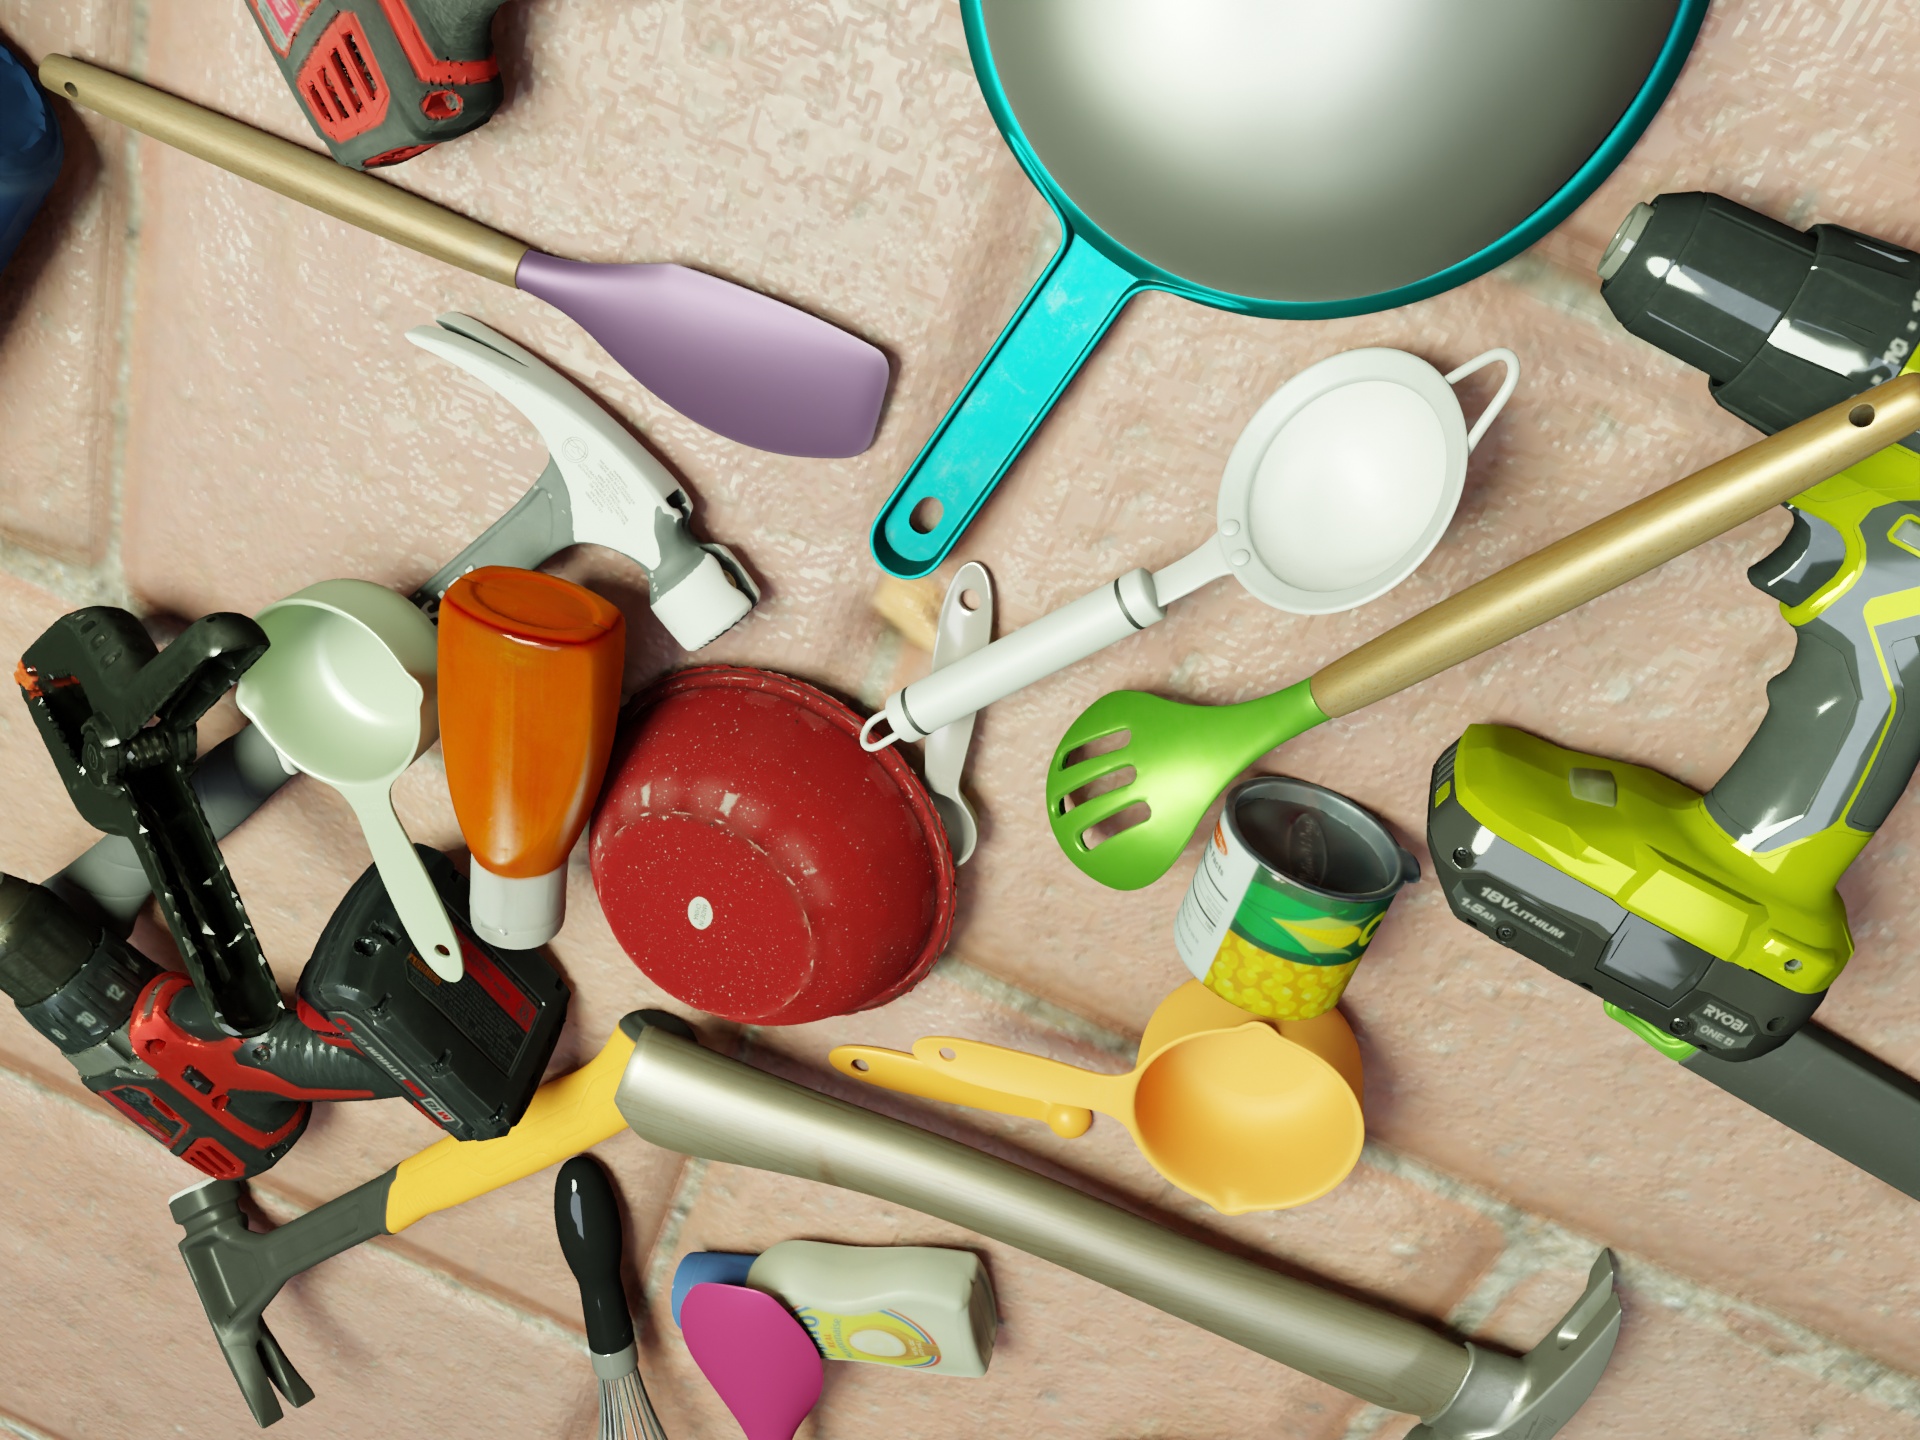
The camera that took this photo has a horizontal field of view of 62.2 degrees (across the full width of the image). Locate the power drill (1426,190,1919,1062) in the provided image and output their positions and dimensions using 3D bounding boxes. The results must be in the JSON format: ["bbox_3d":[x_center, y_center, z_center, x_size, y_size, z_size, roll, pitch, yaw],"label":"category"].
[{"bbox_3d":[0.237,-0.027,0.475,0.190,0.080,0.228,28,119,5],"label":"power drill"}]

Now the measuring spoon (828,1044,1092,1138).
[{"bbox_3d":[-0.002,0.159,0.679,0.117,0.011,0.021,12,120,9],"label":"measuring spoon"}]

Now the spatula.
[{"bbox_3d":[-0.174,-0.164,0.550,0.316,0.018,0.059,24,132,2],"label":"spatula"}]

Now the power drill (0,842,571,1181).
[{"bbox_3d":[-0.309,0.121,0.692,0.227,0.080,0.187,-15,127,25],"label":"power drill"}]

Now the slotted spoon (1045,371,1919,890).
[{"bbox_3d":[0.131,-0.020,0.484,0.313,0.031,0.070,-30,66,41],"label":"slotted spoon"}]

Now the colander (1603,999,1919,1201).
[{"bbox_3d":[0.400,0.205,0.542,0.397,0.094,0.204,30,121,-1],"label":"colander"}]

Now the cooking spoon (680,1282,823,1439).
[{"bbox_3d":[-0.088,0.388,0.792,0.069,0.017,0.318,3,123,15],"label":"cooking spoon"}]

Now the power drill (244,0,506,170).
[{"bbox_3d":[-0.125,-0.260,0.453,0.220,0.079,0.143,-12,113,25],"label":"power drill"}]

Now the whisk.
[{"bbox_3d":[-0.167,0.342,0.795,0.070,0.070,0.284,-1,108,16],"label":"whisk"}]

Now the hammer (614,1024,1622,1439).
[{"bbox_3d":[0.059,0.207,0.655,0.410,0.038,0.146,22,120,-2],"label":"hammer"}]

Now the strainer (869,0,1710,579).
[{"bbox_3d":[0.057,-0.156,0.443,0.211,0.095,0.340,35,120,-5],"label":"strainer"}]

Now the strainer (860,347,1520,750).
[{"bbox_3d":[0.067,-0.044,0.524,0.258,0.087,0.050,-26,147,27],"label":"strainer"}]

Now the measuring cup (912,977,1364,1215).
[{"bbox_3d":[0.071,0.132,0.622,0.173,0.052,0.095,9,120,13],"label":"measuring cup"}]

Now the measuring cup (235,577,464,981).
[{"bbox_3d":[-0.215,0.023,0.611,0.083,0.038,0.167,-4,117,20],"label":"measuring cup"}]

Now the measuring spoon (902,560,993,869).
[{"bbox_3d":[-0.001,-0.002,0.594,0.034,0.018,0.124,16,114,16],"label":"measuring spoon"}]

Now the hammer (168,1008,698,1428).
[{"bbox_3d":[-0.248,0.227,0.756,0.337,0.034,0.127,-30,81,24],"label":"hammer"}]

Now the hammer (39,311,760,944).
[{"bbox_3d":[-0.270,-0.005,0.654,0.409,0.036,0.149,-31,105,28],"label":"hammer"}]
